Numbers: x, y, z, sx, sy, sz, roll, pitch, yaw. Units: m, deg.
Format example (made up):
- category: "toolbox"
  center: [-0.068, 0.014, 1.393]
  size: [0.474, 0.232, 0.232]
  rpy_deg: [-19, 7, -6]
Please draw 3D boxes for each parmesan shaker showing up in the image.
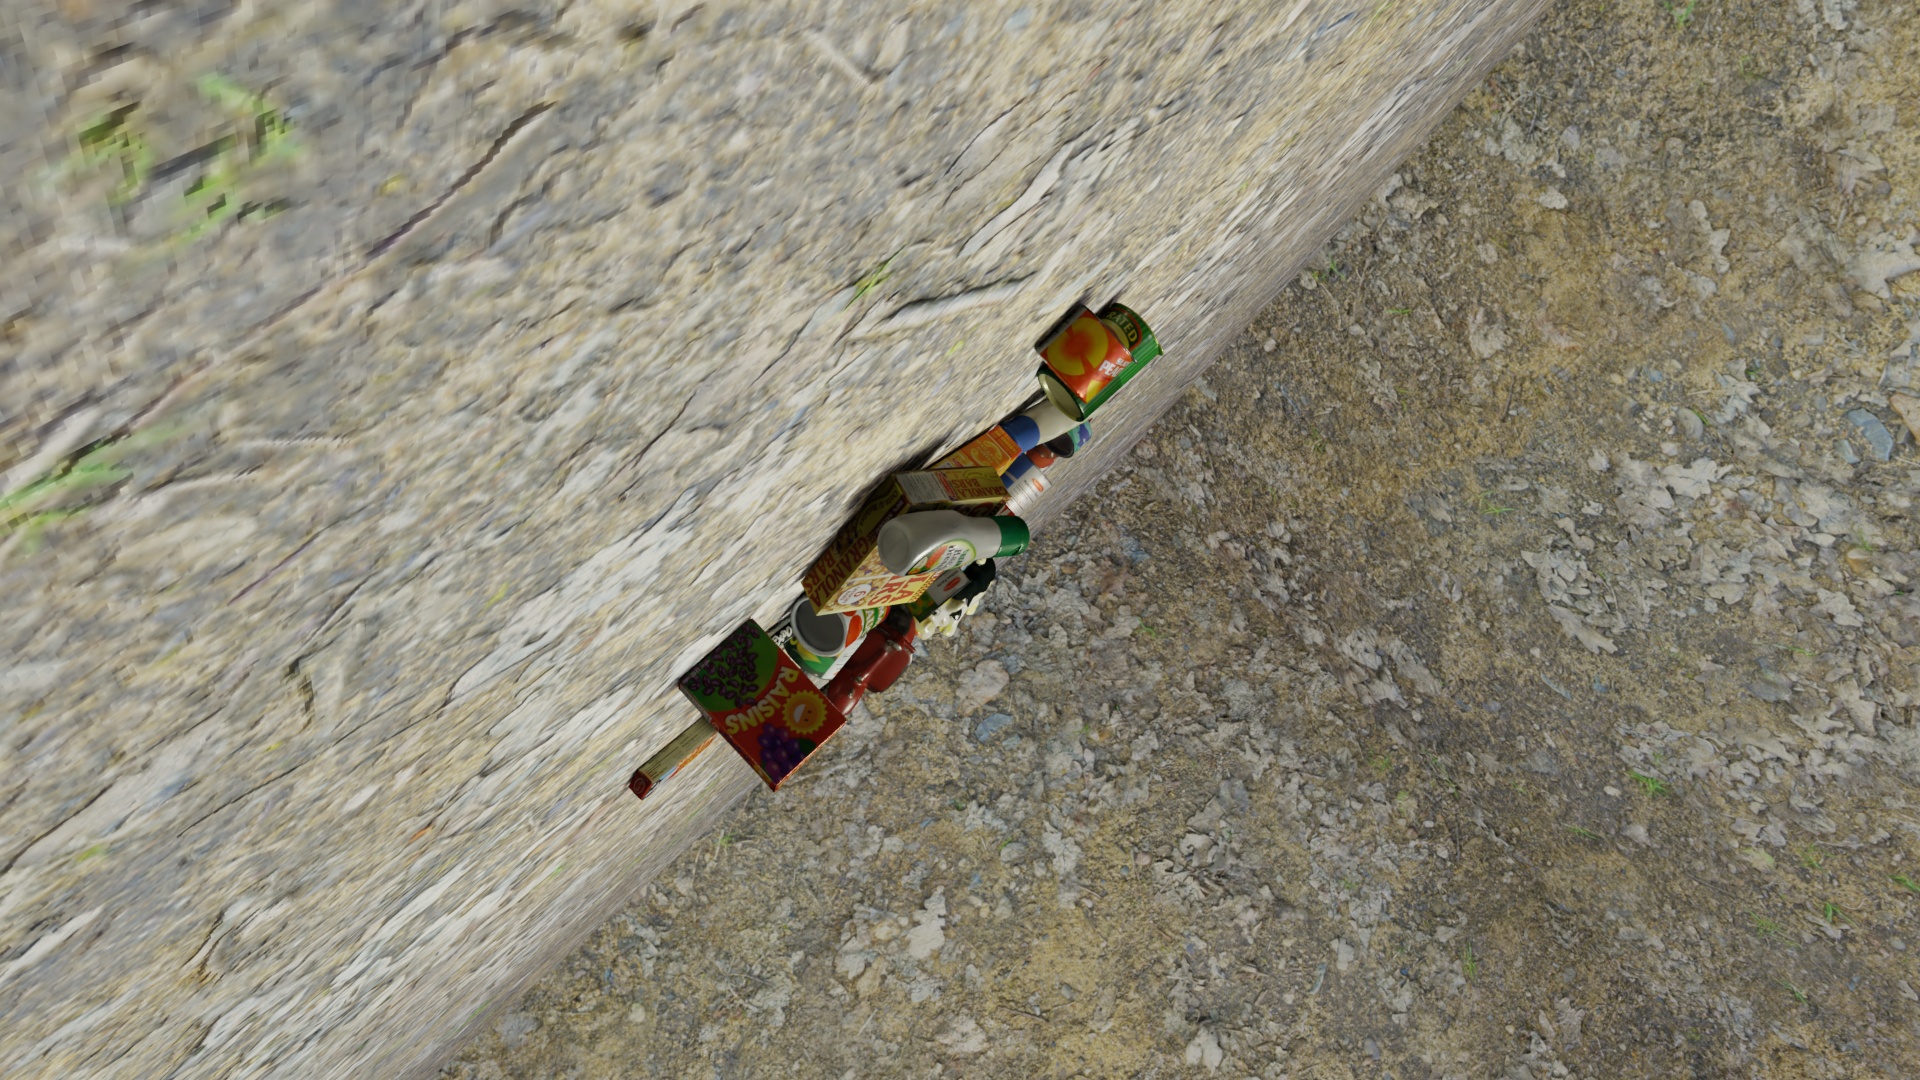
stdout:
- category: "parmesan shaker"
  center: [0.134, -0.169, 1.333]
  size: [0.103, 0.071, 0.071]
  rpy_deg: [-42, 175, -10]

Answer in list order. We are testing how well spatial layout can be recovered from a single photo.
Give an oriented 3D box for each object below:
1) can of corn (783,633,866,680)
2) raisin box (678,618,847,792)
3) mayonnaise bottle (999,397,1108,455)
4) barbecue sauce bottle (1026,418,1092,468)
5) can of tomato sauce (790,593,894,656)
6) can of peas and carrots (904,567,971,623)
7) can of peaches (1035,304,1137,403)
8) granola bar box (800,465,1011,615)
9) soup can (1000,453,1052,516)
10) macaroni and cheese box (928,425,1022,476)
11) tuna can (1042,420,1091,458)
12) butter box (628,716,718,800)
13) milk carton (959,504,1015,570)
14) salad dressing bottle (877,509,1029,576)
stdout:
- category: "can of corn"
  center: [-0.142, 0.099, 1.433]
  size: [0.058, 0.071, 0.071]
  rpy_deg: [-50, 174, 15]
- category: "raisin box"
  center: [-0.171, 0.142, 1.198]
  size: [0.086, 0.123, 0.040]
  rpy_deg: [-42, 175, -21]
- category: "mayonnaise bottle"
  center: [0.091, -0.127, 1.467]
  size: [0.064, 0.041, 0.149]
  rpy_deg: [-11, -165, 46]
- category: "barbecue sauce bottle"
  center: [0.121, -0.133, 1.738]
  size: [0.065, 0.043, 0.148]
  rpy_deg: [-41, 176, -24]
- category: "can of tomato sauce"
  center: [-0.115, 0.069, 1.357]
  size: [0.071, 0.071, 0.083]
  rpy_deg: [-47, 174, 34]
- category: "can of peas and carrots"
  center: [-0.034, 0.040, 1.365]
  size: [0.071, 0.059, 0.071]
  rpy_deg: [-39, 178, -1]
- category: "can of peaches"
  center: [0.109, -0.159, 1.203]
  size: [0.058, 0.071, 0.071]
  rpy_deg: [-43, 175, 5]
- category: "granola bar box"
  center: [-0.050, -0.001, 1.232]
  size: [0.124, 0.039, 0.164]
  rpy_deg: [-6, 148, -45]
- category: "soup can"
  center: [0.058, -0.065, 1.689]
  size: [0.084, 0.071, 0.071]
  rpy_deg: [-43, 175, 1]
- category: "macaroni and cheese box"
  center: [-0.022, -0.039, 1.364]
  size: [0.123, 0.040, 0.167]
  rpy_deg: [-45, 175, 35]
- category: "tuna can"
  center: [0.113, -0.130, 1.567]
  size: [0.033, 0.071, 0.071]
  rpy_deg: [-43, 175, -22]
- category: "butter box"
  center: [-0.305, 0.231, 1.484]
  size: [0.104, 0.024, 0.053]
  rpy_deg: [-40, 174, -39]
- category: "milk carton"
  center: [0.006, -0.020, 1.582]
  size: [0.073, 0.072, 0.190]
  rpy_deg: [-42, 175, -14]
- category: "salad dressing bottle"
  center: [-0.002, 0.000, 1.176]
  size: [0.148, 0.044, 0.064]
  rpy_deg: [-6, 149, -46]
